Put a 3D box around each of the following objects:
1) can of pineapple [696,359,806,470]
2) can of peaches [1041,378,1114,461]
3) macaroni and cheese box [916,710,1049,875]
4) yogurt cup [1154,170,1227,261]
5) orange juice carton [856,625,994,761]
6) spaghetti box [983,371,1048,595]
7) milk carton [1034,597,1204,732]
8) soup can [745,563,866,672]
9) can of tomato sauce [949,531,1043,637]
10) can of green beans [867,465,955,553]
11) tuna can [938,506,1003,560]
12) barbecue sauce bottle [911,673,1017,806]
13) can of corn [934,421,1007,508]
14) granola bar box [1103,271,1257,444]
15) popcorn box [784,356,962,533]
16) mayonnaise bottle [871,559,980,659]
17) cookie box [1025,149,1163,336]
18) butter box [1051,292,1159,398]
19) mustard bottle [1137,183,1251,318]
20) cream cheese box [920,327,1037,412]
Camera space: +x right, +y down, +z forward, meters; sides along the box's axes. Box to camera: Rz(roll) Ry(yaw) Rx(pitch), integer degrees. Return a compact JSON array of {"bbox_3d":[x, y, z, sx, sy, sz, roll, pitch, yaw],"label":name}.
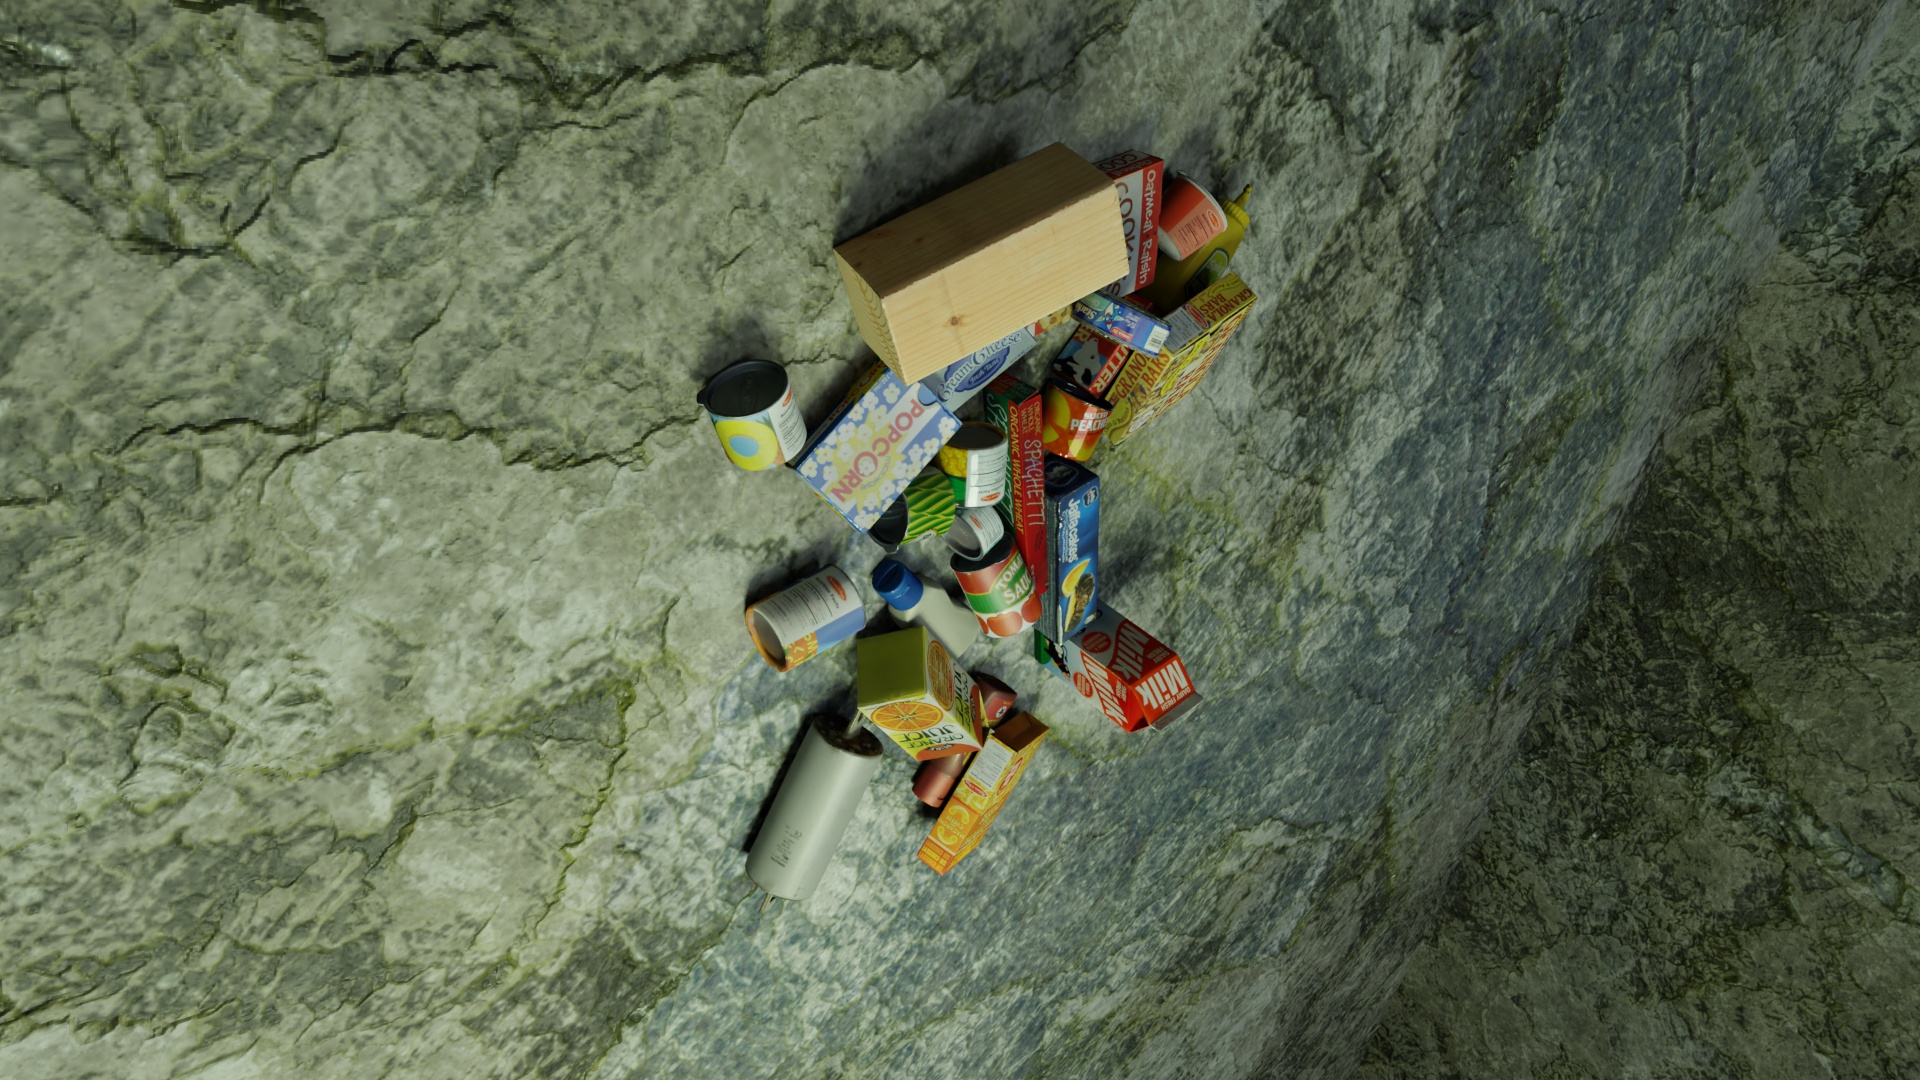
[{"bbox_3d":[-0.158,-0.095,1.059,0.071,0.071,0.057,-38,140,-21],"label":"can of pineapple"},{"bbox_3d":[0.106,-0.113,1.324,0.071,0.071,0.058,4,116,-49],"label":"can of peaches"},{"bbox_3d":[0.026,0.275,1.529,0.166,0.040,0.124,-60,165,14],"label":"macaroni and cheese box"},{"bbox_3d":[0.207,-0.298,1.296,0.054,0.072,0.072,-43,142,-1],"label":"yogurt cup"},{"bbox_3d":[-0.031,0.160,1.363,0.072,0.073,0.192,-13,148,17],"label":"orange juice carton"},{"bbox_3d":[0.055,-0.048,1.338,0.029,0.050,0.248,-33,138,-28],"label":"spaghetti box"},{"bbox_3d":[0.167,0.135,1.484,0.072,0.191,0.073,-30,137,-28],"label":"milk carton"},{"bbox_3d":[-0.135,0.069,1.210,0.084,0.071,0.071,-29,136,-29],"label":"soup can"},{"bbox_3d":[0.038,0.043,1.352,0.071,0.071,0.082,-37,119,-22],"label":"can of tomato sauce"},{"bbox_3d":[-0.046,-0.030,1.227,0.058,0.071,0.071,-13,127,-42],"label":"can of green beans"},{"bbox_3d":[0.005,-0.016,1.296,0.033,0.071,0.070,-45,143,-24],"label":"tuna can"},{"bbox_3d":[0.001,0.214,1.489,0.148,0.044,0.065,-58,152,5],"label":"barbecue sauce bottle"},{"bbox_3d":[0.007,-0.070,1.255,0.071,0.071,0.058,-20,126,-37],"label":"can of corn"},{"bbox_3d":[0.207,-0.174,1.350,0.125,0.039,0.164,-36,167,-26],"label":"granola bar box"},{"bbox_3d":[-0.073,-0.081,1.157,0.127,0.038,0.085,-49,117,-6],"label":"popcorn box"},{"bbox_3d":[-0.035,0.066,1.337,0.065,0.041,0.147,-50,142,-6],"label":"mayonnaise bottle"},{"bbox_3d":[0.107,-0.263,1.233,0.168,0.040,0.122,-28,136,-31],"label":"cookie box"},{"bbox_3d":[0.137,-0.190,1.312,0.103,0.053,0.024,-54,145,0],"label":"butter box"},{"bbox_3d":[0.237,-0.283,1.351,0.160,0.049,0.065,-54,149,0],"label":"mustard bottle"},{"bbox_3d":[0.009,-0.158,1.193,0.103,0.024,0.053,-39,130,7],"label":"cream cheese box"}]
